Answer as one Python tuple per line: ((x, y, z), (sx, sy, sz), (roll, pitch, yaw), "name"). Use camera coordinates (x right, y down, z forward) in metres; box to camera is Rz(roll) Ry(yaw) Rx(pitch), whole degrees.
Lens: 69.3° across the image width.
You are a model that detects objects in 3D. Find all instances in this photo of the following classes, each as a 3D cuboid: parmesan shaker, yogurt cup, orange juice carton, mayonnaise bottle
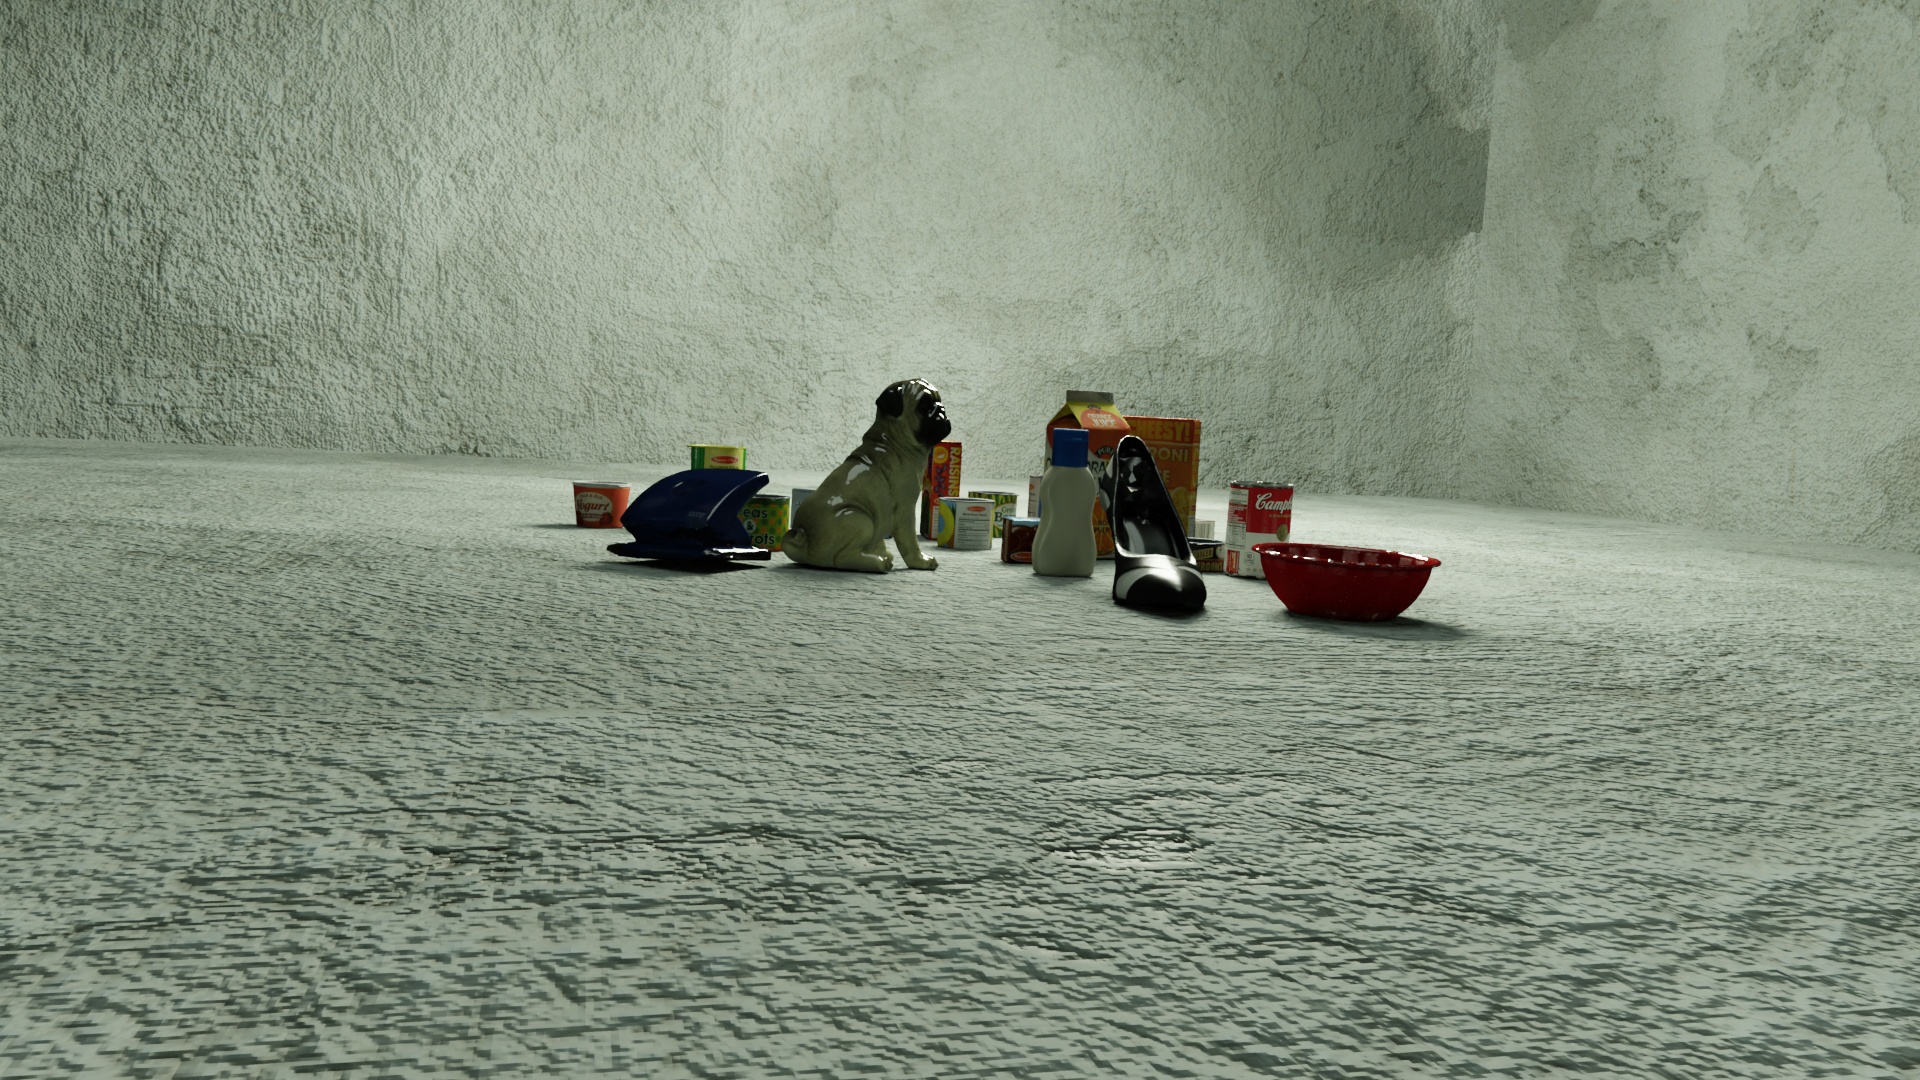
((-0.295, -0.062, 1.667), (0.071, 0.103, 0.071), (3, 5, 0), "parmesan shaker")
((-0.426, -0.043, 1.646), (0.072, 0.054, 0.072), (3, 5, 0), "yogurt cup")
((0.143, -0.077, 1.599), (0.072, 0.192, 0.073), (0, 5, -33), "orange juice carton")
((0.108, -0.038, 1.401), (0.065, 0.148, 0.041), (2, 5, -16), "mayonnaise bottle")

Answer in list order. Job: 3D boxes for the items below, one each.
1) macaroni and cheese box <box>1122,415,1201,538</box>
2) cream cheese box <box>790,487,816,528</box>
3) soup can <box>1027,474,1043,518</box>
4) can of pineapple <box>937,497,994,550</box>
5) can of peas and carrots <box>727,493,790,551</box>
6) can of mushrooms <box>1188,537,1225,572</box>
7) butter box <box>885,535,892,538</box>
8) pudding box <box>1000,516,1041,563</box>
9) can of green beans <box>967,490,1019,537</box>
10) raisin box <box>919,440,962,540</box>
((0.222, -0.066, 1.674), (0.124, 0.166, 0.040), (5, 5, 22), "macaroni and cheese box")
((-0.163, -0.036, 1.735), (0.104, 0.053, 0.024), (6, 5, 26), "cream cheese box")
((0.122, -0.041, 1.802), (0.071, 0.083, 0.071), (3, 5, 0), "soup can")
((0.006, -0.021, 1.644), (0.071, 0.057, 0.071), (3, 5, 0), "can of pineapple")
((-0.217, -0.020, 1.492), (0.071, 0.058, 0.071), (3, 5, 0), "can of peas and carrots")
((0.263, 0.016, 1.537), (0.071, 0.033, 0.071), (3, 5, 0), "can of mushrooms")
((-0.115, -0.027, 1.666), (0.024, 0.053, 0.104), (6, 6, 29), "butter box")
((0.087, 0.000, 1.508), (0.084, 0.049, 0.030), (2, 5, -17), "pudding box")
((0.041, -0.035, 1.830), (0.071, 0.057, 0.071), (3, 5, 0), "can of green beans")
((-0.024, -0.065, 1.749), (0.040, 0.123, 0.086), (3, 5, -9), "raisin box")
